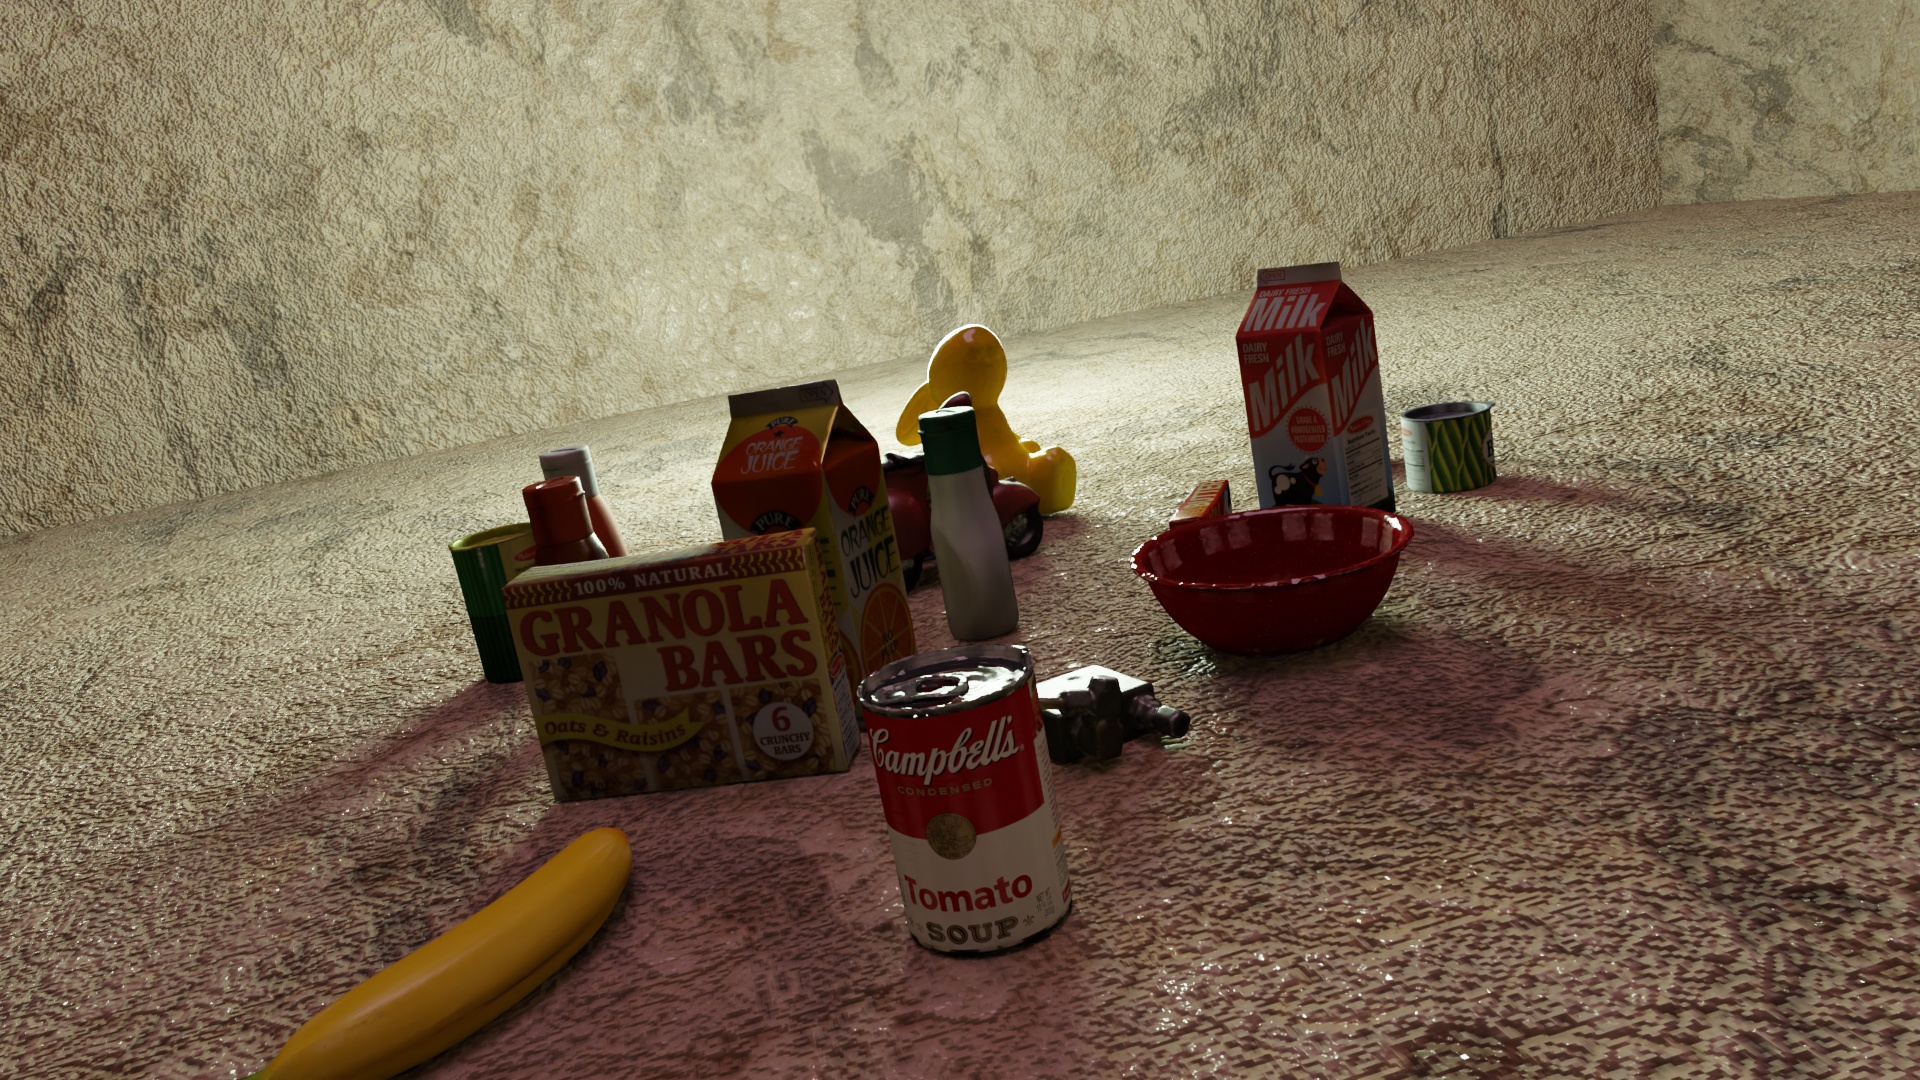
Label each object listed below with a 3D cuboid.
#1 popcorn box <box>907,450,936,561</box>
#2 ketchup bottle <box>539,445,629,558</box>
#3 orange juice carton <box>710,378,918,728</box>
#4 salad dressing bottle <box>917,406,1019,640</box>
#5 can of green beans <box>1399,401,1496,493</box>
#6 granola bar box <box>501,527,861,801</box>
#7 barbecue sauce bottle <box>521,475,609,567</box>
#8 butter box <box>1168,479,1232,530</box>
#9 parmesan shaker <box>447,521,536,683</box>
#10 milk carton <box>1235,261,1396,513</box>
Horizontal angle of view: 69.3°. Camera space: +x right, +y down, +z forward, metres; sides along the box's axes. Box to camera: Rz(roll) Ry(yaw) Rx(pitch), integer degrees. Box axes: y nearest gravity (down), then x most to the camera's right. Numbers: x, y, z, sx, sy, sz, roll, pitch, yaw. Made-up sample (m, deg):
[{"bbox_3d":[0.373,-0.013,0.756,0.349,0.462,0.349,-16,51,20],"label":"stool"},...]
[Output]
[{"bbox_3d":[-0.062,-0.021,1.121,0.127,0.085,0.038,-14,13,-17],"label":"popcorn box"},{"bbox_3d":[-0.281,0.004,1.046,0.064,0.148,0.044,-2,15,32],"label":"ketchup bottle"},{"bbox_3d":[-0.083,0.007,0.789,0.072,0.192,0.073,-5,14,23],"label":"orange juice carton"},{"bbox_3d":[0.003,-0.011,0.897,0.044,0.147,0.064,-15,14,-19],"label":"salad dressing bottle"},{"bbox_3d":[0.374,-0.072,1.066,0.071,0.057,0.071,-10,13,2],"label":"can of green beans"},{"bbox_3d":[-0.145,0.067,0.735,0.165,0.124,0.039,-8,13,10],"label":"granola bar box"},{"bbox_3d":[-0.246,0.034,0.893,0.043,0.148,0.065,-6,13,17],"label":"barbecue sauce bottle"},{"bbox_3d":[0.167,-0.004,0.948,0.024,0.053,0.104,-5,14,22],"label":"butter box"},{"bbox_3d":[-0.326,0.045,1.006,0.071,0.102,0.071,-10,13,2],"label":"parmesan shaker"},{"bbox_3d":[0.253,-0.103,0.997,0.074,0.190,0.072,-21,17,-40],"label":"milk carton"}]
